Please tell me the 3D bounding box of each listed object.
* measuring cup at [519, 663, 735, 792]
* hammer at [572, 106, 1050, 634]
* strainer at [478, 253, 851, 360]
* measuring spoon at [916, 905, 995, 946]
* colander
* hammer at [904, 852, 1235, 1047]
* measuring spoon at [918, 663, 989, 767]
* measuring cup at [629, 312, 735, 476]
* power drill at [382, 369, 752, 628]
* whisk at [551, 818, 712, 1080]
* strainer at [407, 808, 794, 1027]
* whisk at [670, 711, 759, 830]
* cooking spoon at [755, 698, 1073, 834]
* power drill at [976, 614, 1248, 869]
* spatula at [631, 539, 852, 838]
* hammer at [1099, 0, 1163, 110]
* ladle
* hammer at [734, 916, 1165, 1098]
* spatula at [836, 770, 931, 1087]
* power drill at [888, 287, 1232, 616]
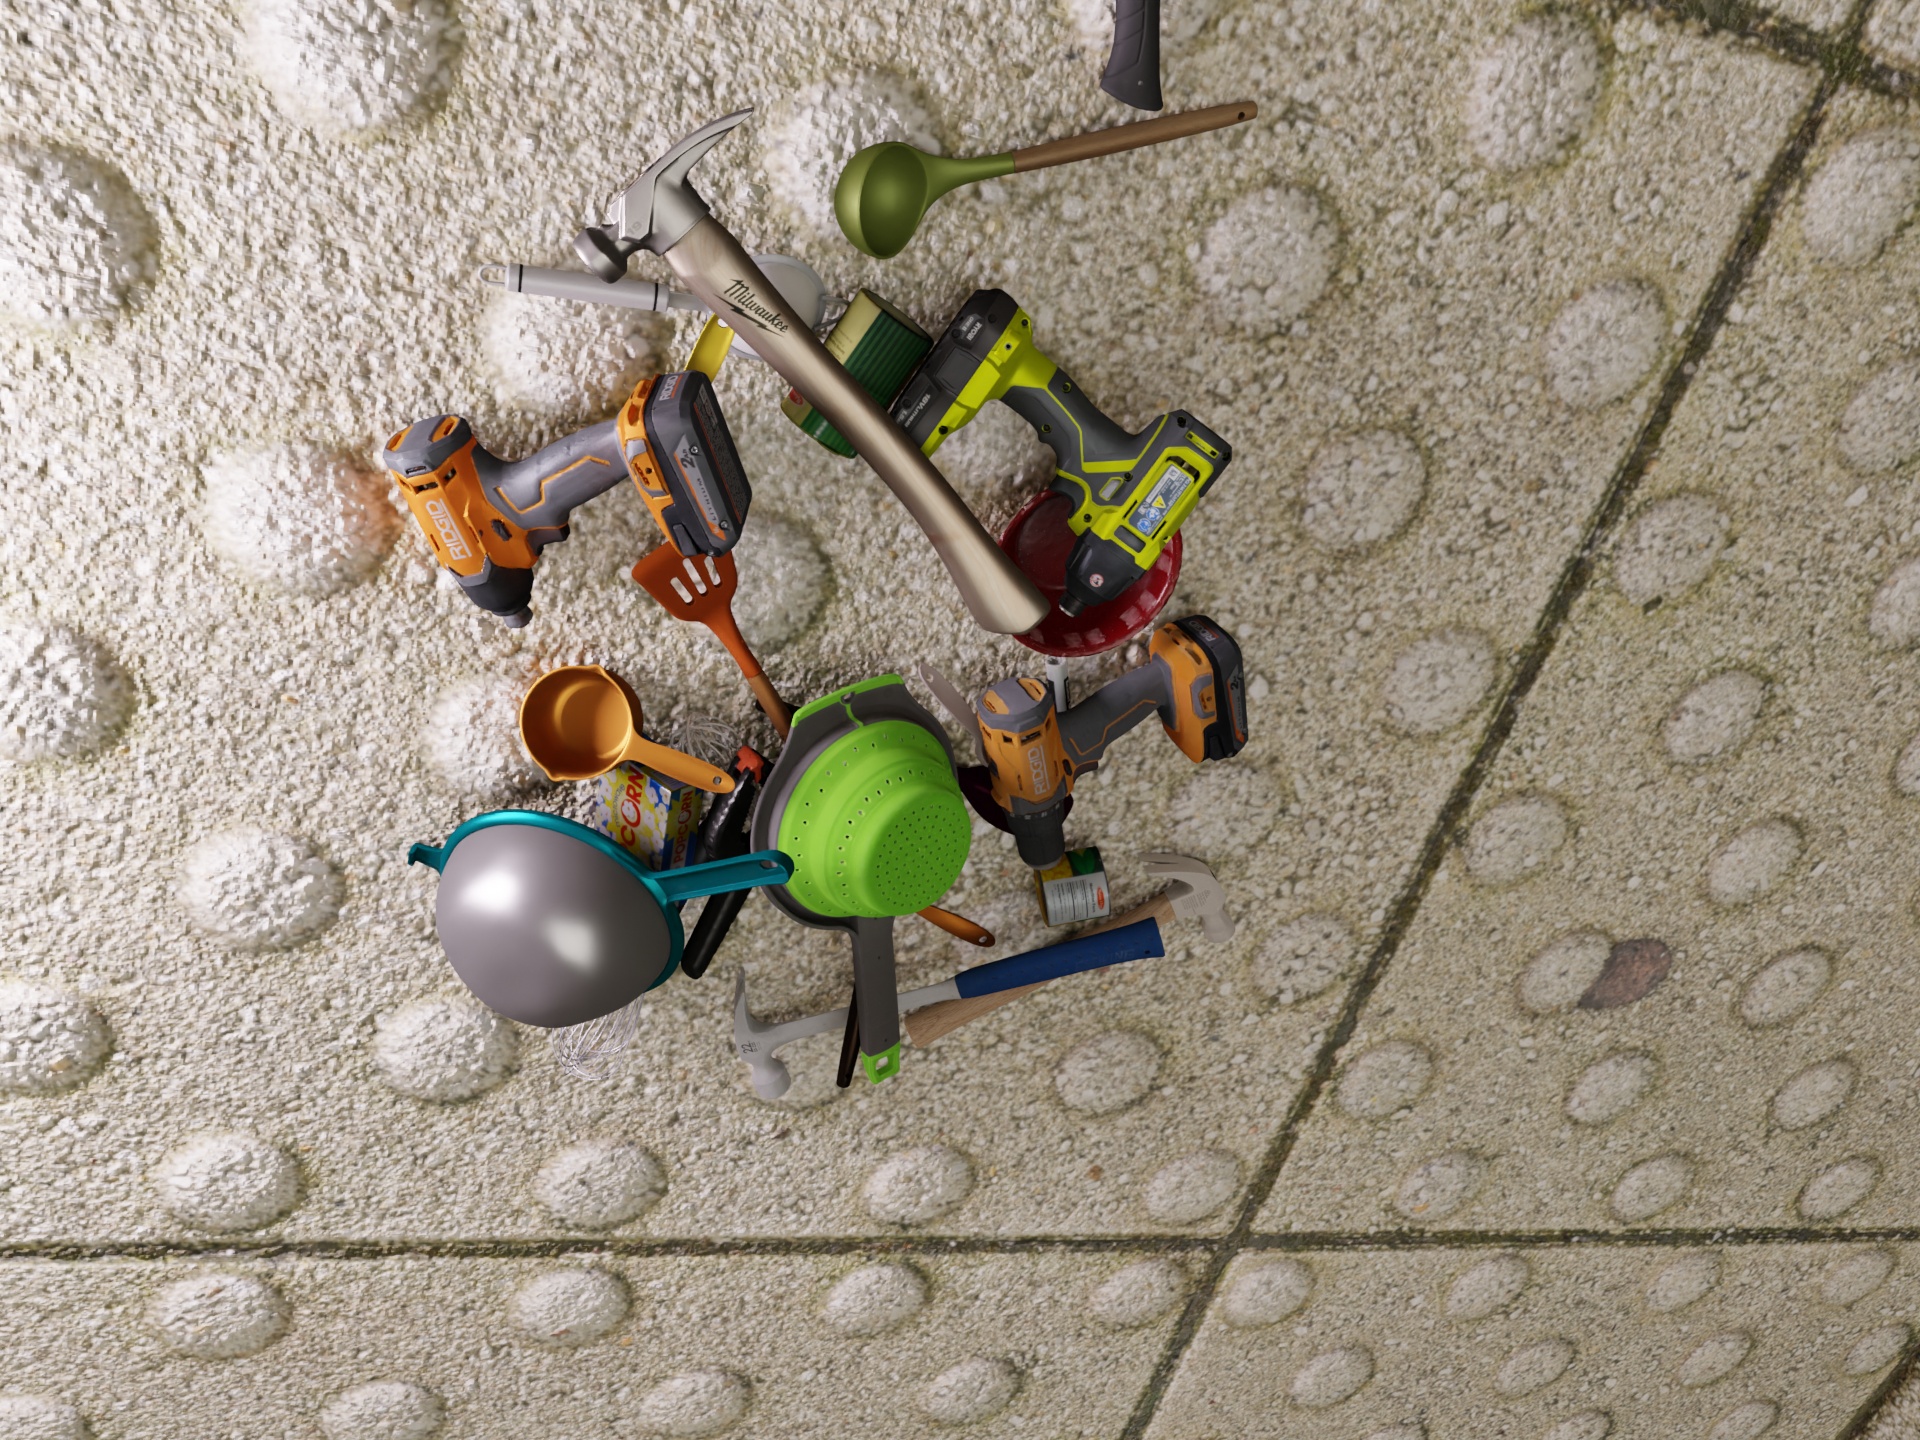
[{"bbox_3d":[-0.250,0.017,1.227,0.173,0.052,0.095,22,94,1],"label":"measuring cup"},{"bbox_3d":[-0.067,-0.218,1.094,0.146,0.038,0.410,-38,114,12],"label":"hammer"},{"bbox_3d":[-0.199,-0.289,1.098,0.258,0.050,0.086,4,135,-16],"label":"strainer"},{"bbox_3d":[-0.011,0.189,1.478,0.116,0.011,0.021,30,109,-31],"label":"measuring spoon"},{"bbox_3d":[-0.056,0.162,1.321,0.204,0.095,0.396,-23,125,-32],"label":"colander"},{"bbox_3d":[0.099,0.226,1.525,0.331,0.031,0.129,-26,126,0],"label":"hammer"},{"bbox_3d":[-0.002,-0.004,1.355,0.018,0.034,0.124,-9,132,44],"label":"measuring spoon"},{"bbox_3d":[-0.193,-0.232,1.125,0.062,0.029,0.156,22,123,-20],"label":"measuring cup"},{"bbox_3d":[-0.267,-0.149,1.117,0.226,0.084,0.164,-10,126,11],"label":"power drill"},{"bbox_3d":[-0.272,0.198,1.376,0.070,0.070,0.284,24,107,-29],"label":"whisk"},{"bbox_3d":[-0.280,0.164,1.231,0.340,0.095,0.210,-14,123,29],"label":"strainer"},{"bbox_3d":[-0.170,0.082,1.339,0.058,0.059,0.246,-18,132,15],"label":"whisk"},{"bbox_3d":[-0.034,0.037,1.368,0.318,0.017,0.068,22,107,-27],"label":"cooking spoon"},{"bbox_3d":[0.130,0.023,1.359,0.226,0.084,0.185,-21,127,-13],"label":"power drill"},{"bbox_3d":[-0.151,-0.015,1.268,0.081,0.041,0.322,-34,117,-9],"label":"spatula"},{"bbox_3d":[0.120,-0.567,1.023,0.146,0.035,0.334,-10,124,-10],"label":"hammer"},{"bbox_3d":[0.065,-0.389,1.107,0.320,0.062,0.078,-16,134,-11],"label":"ladle"},{"bbox_3d":[-0.014,0.245,1.464,0.405,0.035,0.144,-15,124,3],"label":"hammer"},{"bbox_3d":[-0.076,0.184,1.398,0.059,0.018,0.315,3,109,-26],"label":"spatula"},{"bbox_3d":[0.063,-0.194,1.168,0.223,0.080,0.171,35,106,-10],"label":"power drill"}]
